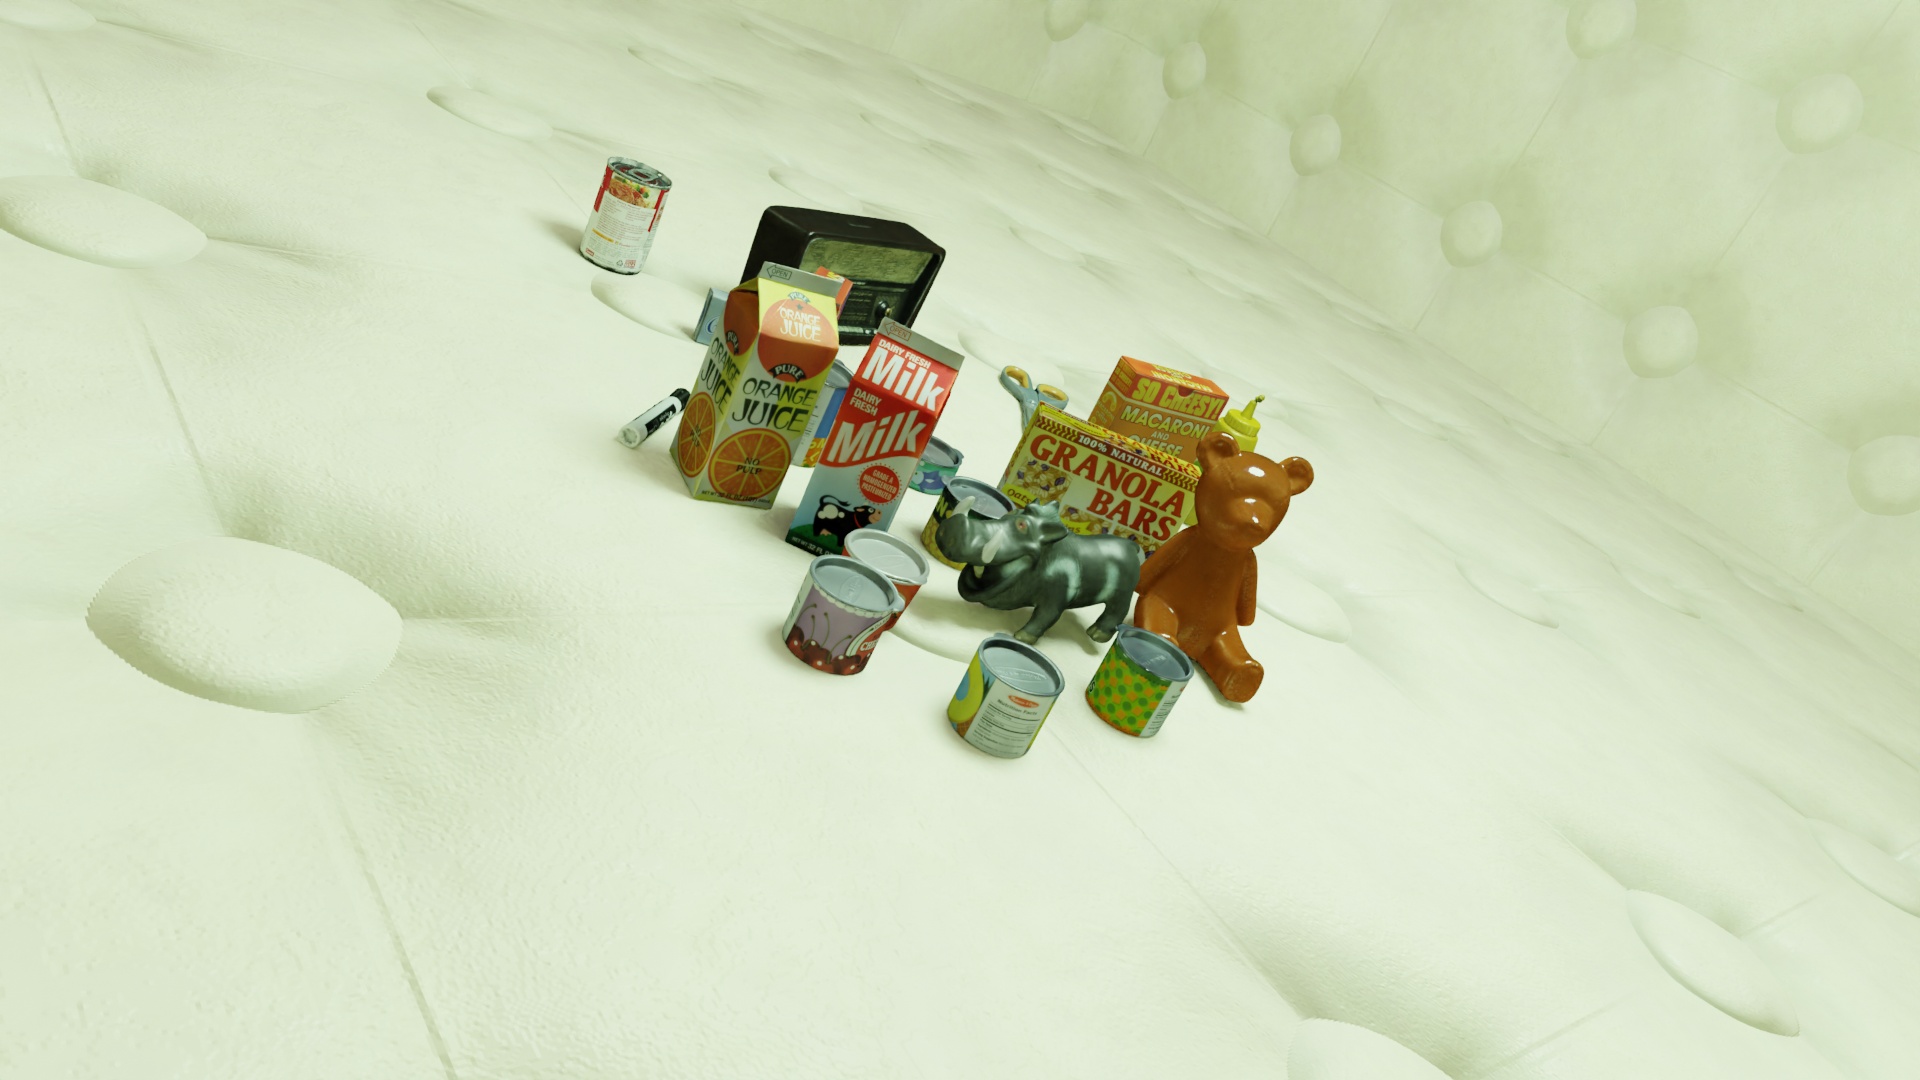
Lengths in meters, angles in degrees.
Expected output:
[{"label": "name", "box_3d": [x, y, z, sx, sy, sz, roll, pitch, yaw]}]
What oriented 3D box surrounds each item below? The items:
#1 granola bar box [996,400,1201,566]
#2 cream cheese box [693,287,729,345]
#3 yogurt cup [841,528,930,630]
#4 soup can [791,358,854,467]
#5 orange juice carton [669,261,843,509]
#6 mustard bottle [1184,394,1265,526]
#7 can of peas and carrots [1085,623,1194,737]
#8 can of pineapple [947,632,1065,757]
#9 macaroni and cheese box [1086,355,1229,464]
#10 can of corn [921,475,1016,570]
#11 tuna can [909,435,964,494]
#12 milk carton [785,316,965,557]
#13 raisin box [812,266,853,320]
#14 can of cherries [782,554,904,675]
[{"label": "granola bar box", "box_3d": [0.121, -0.040, 1.278, 0.165, 0.123, 0.039, 22, 24, -10]}, {"label": "cream cheese box", "box_3d": [-0.207, -0.209, 1.377, 0.104, 0.053, 0.024, 15, 26, -23]}, {"label": "yogurt cup", "box_3d": [-0.064, 0.031, 1.039, 0.072, 0.053, 0.073, 22, 24, -10]}, {"label": "soup can", "box_3d": [-0.135, -0.117, 1.228, 0.071, 0.083, 0.071, 22, 24, -10]}, {"label": "orange juice carton", "box_3d": [-0.157, -0.126, 1.092, 0.072, 0.191, 0.073, 8, 30, -35]}, {"label": "mustard bottle", "box_3d": [0.281, -0.091, 1.493, 0.049, 0.159, 0.065, 13, 27, -29]}, {"label": "can of peas and carrots", "box_3d": [0.136, 0.108, 1.075, 0.071, 0.058, 0.071, 22, 24, -10]}, {"label": "can of pineapple", "box_3d": [0.031, 0.109, 0.973, 0.071, 0.057, 0.071, 22, 24, -10]}, {"label": "macaroni and cheese box", "box_3d": [0.178, -0.092, 1.386, 0.124, 0.165, 0.040, 10, 29, -33]}, {"label": "can of corn", "box_3d": [0.004, -0.015, 1.192, 0.071, 0.058, 0.071, 22, 24, -10]}, {"label": "tuna can", "box_3d": [-0.033, -0.073, 1.303, 0.071, 0.032, 0.071, 22, 25, -10]}, {"label": "milk carton", "box_3d": [-0.065, -0.076, 1.085, 0.072, 0.189, 0.074, 26, 24, -2]}, {"label": "raisin box", "box_3d": [-0.145, -0.187, 1.308, 0.040, 0.123, 0.086, 24, 24, -6]}, {"label": "can of cherries", "box_3d": [-0.082, 0.053, 0.970, 0.071, 0.058, 0.072, 22, 24, -10]}]
